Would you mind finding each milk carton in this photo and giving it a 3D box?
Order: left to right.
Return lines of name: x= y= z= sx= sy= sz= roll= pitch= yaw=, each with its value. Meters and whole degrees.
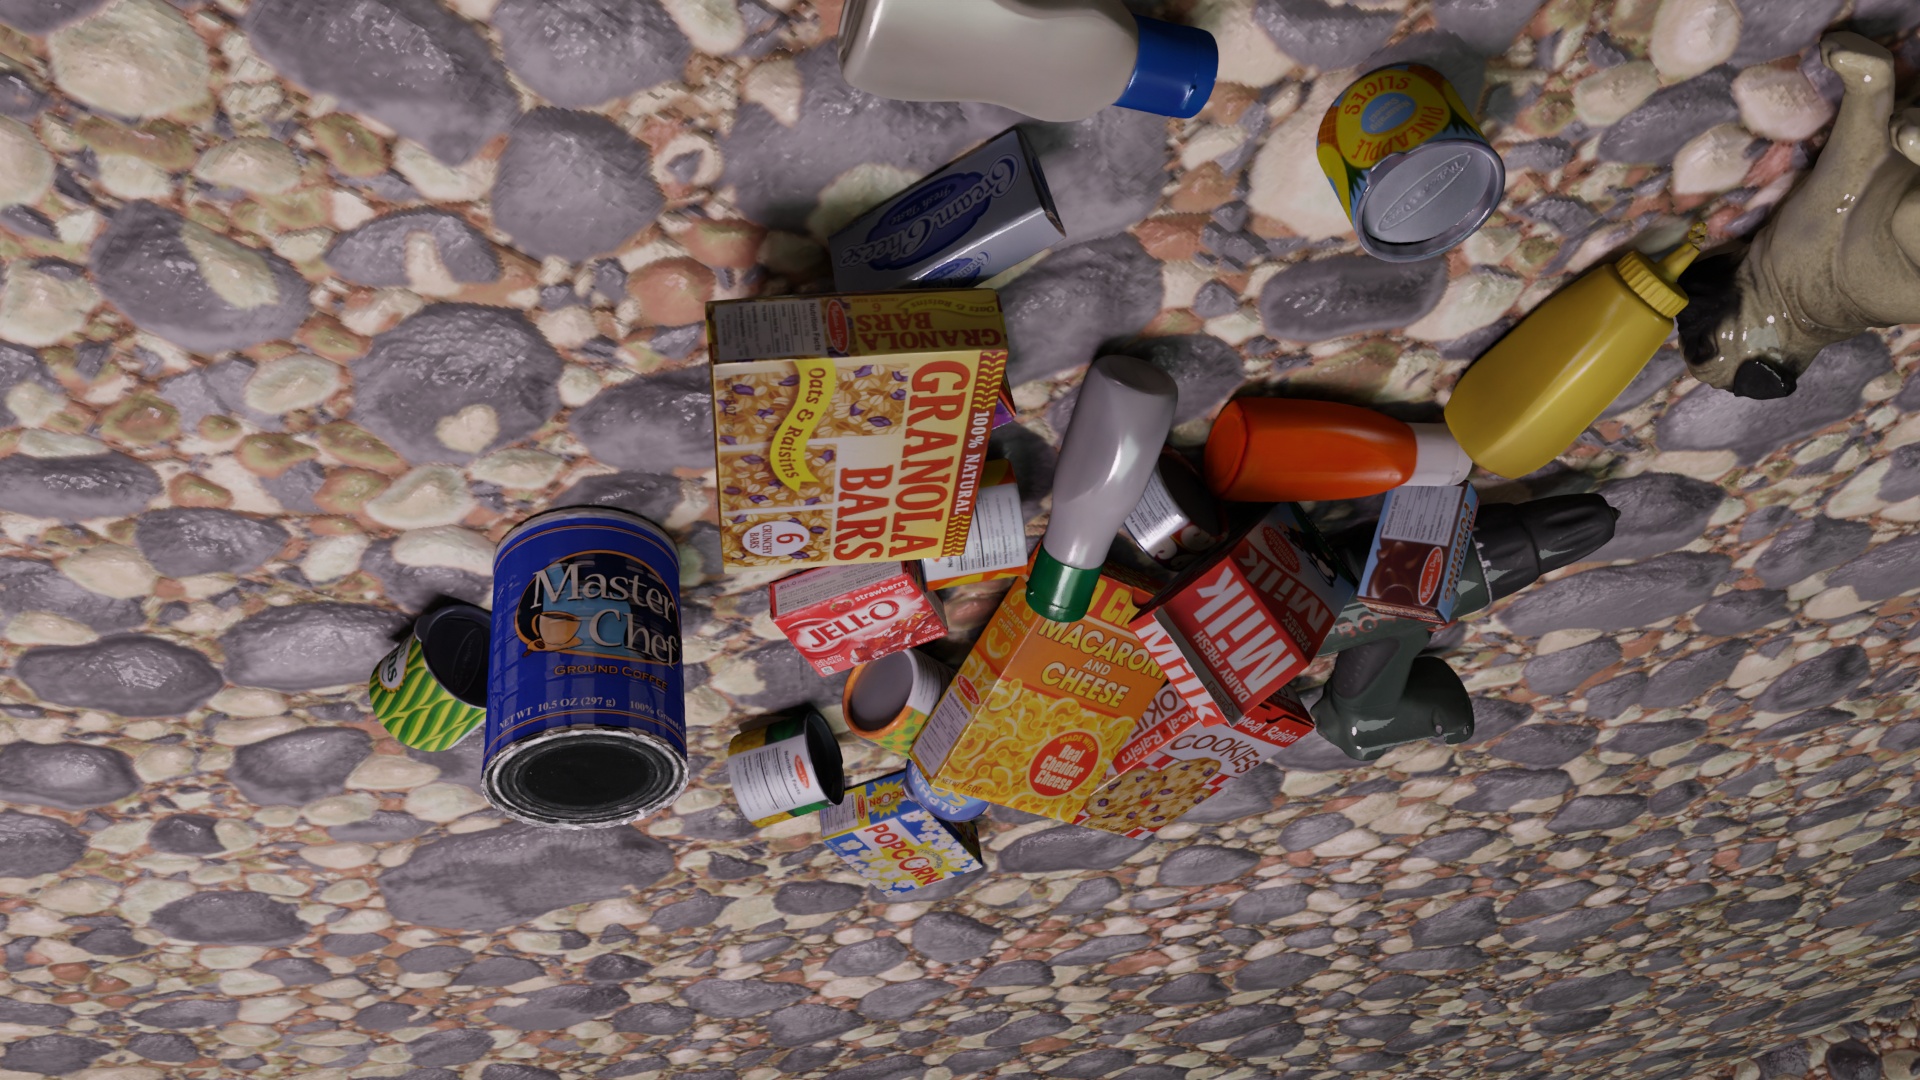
milk carton: x=0.156 y=0.041 z=0.772 sx=0.073 sy=0.072 sz=0.191 roll=-38 pitch=176 yaw=29

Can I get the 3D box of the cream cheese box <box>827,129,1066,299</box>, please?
cream cheese box: x=-0.009 y=-0.133 z=0.609 sx=0.103 sy=0.053 sz=0.024 roll=-25 pitch=145 yaw=17

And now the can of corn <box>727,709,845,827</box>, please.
can of corn: x=-0.117 y=0.154 z=0.939 sx=0.058 sy=0.071 sz=0.071 roll=-18 pitch=142 yaw=9

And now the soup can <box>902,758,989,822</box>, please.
soup can: x=0.005 y=0.145 z=0.955 sx=0.071 sy=0.072 sz=0.083 roll=8 pitch=138 yaw=-24

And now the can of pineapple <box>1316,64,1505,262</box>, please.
can of pineapple: x=0.197 y=-0.168 z=0.615 sx=0.071 sy=0.058 sz=0.070 roll=-8 pitch=142 yaw=-6

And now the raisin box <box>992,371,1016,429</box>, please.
raisin box: x=-0.045 y=-0.073 z=0.687 sx=0.123 sy=0.040 sz=0.086 roll=-23 pitch=140 yaw=13

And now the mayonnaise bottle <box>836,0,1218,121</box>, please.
mayonnaise bottle: x=0.029 y=-0.197 z=0.549 sx=0.148 sy=0.041 sz=0.064 roll=4 pitch=141 yaw=-21

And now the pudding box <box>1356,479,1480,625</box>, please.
pudding box: x=0.272 y=0.004 z=0.824 sx=0.049 sy=0.084 sz=0.030 roll=9 pitch=163 yaw=37

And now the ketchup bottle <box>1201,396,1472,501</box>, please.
ketchup bottle: x=0.215 y=-0.049 z=0.784 sx=0.149 sy=0.044 sz=0.064 roll=0 pitch=141 yaw=-16

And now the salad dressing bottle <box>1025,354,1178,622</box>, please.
salad dressing bottle: x=0.071 y=-0.025 z=0.740 sx=0.044 sy=0.064 sz=0.146 roll=5 pitch=123 yaw=-20

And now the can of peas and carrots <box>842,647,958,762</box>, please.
can of peas and carrots: x=-0.036 y=0.106 z=0.895 sx=0.070 sy=0.071 sz=0.058 roll=-33 pitch=137 yaw=25

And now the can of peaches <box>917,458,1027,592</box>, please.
can of peaches: x=0.003 y=-0.010 z=0.762 sx=0.058 sy=0.071 sz=0.071 roll=-10 pitch=142 yaw=-3

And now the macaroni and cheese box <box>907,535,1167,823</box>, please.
macaroni and cheese box: x=0.062 y=0.090 z=0.869 sx=0.123 sy=0.040 sz=0.166 roll=22 pitch=105 yaw=-36

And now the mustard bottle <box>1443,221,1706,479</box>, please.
mustard bottle: x=0.330 y=-0.103 z=0.732 sx=0.049 sy=0.065 sz=0.159 roll=20 pitch=129 yaw=-29

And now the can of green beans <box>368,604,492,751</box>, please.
can of green beans: x=-0.293 y=0.079 z=0.793 sx=0.057 sy=0.071 sz=0.071 roll=-35 pitch=137 yaw=28

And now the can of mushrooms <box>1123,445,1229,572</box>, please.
can of mushrooms: x=0.119 y=-0.018 z=0.780 sx=0.071 sy=0.071 sz=0.033 roll=26 pitch=128 yaw=-38

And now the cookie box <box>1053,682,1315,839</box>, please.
cookie box: x=0.157 y=0.153 z=1.005 sx=0.167 sy=0.040 sz=0.123 roll=-39 pitch=143 yaw=22

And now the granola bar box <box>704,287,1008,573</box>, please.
granola bar box: x=-0.051 y=-0.047 z=0.641 sx=0.124 sy=0.039 sz=0.164 roll=-4 pitch=149 yaw=-10

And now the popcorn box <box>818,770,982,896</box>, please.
popcorn box: x=-0.044 y=0.226 z=1.069 sx=0.085 sy=0.038 sz=0.126 roll=-21 pitch=142 yaw=11
